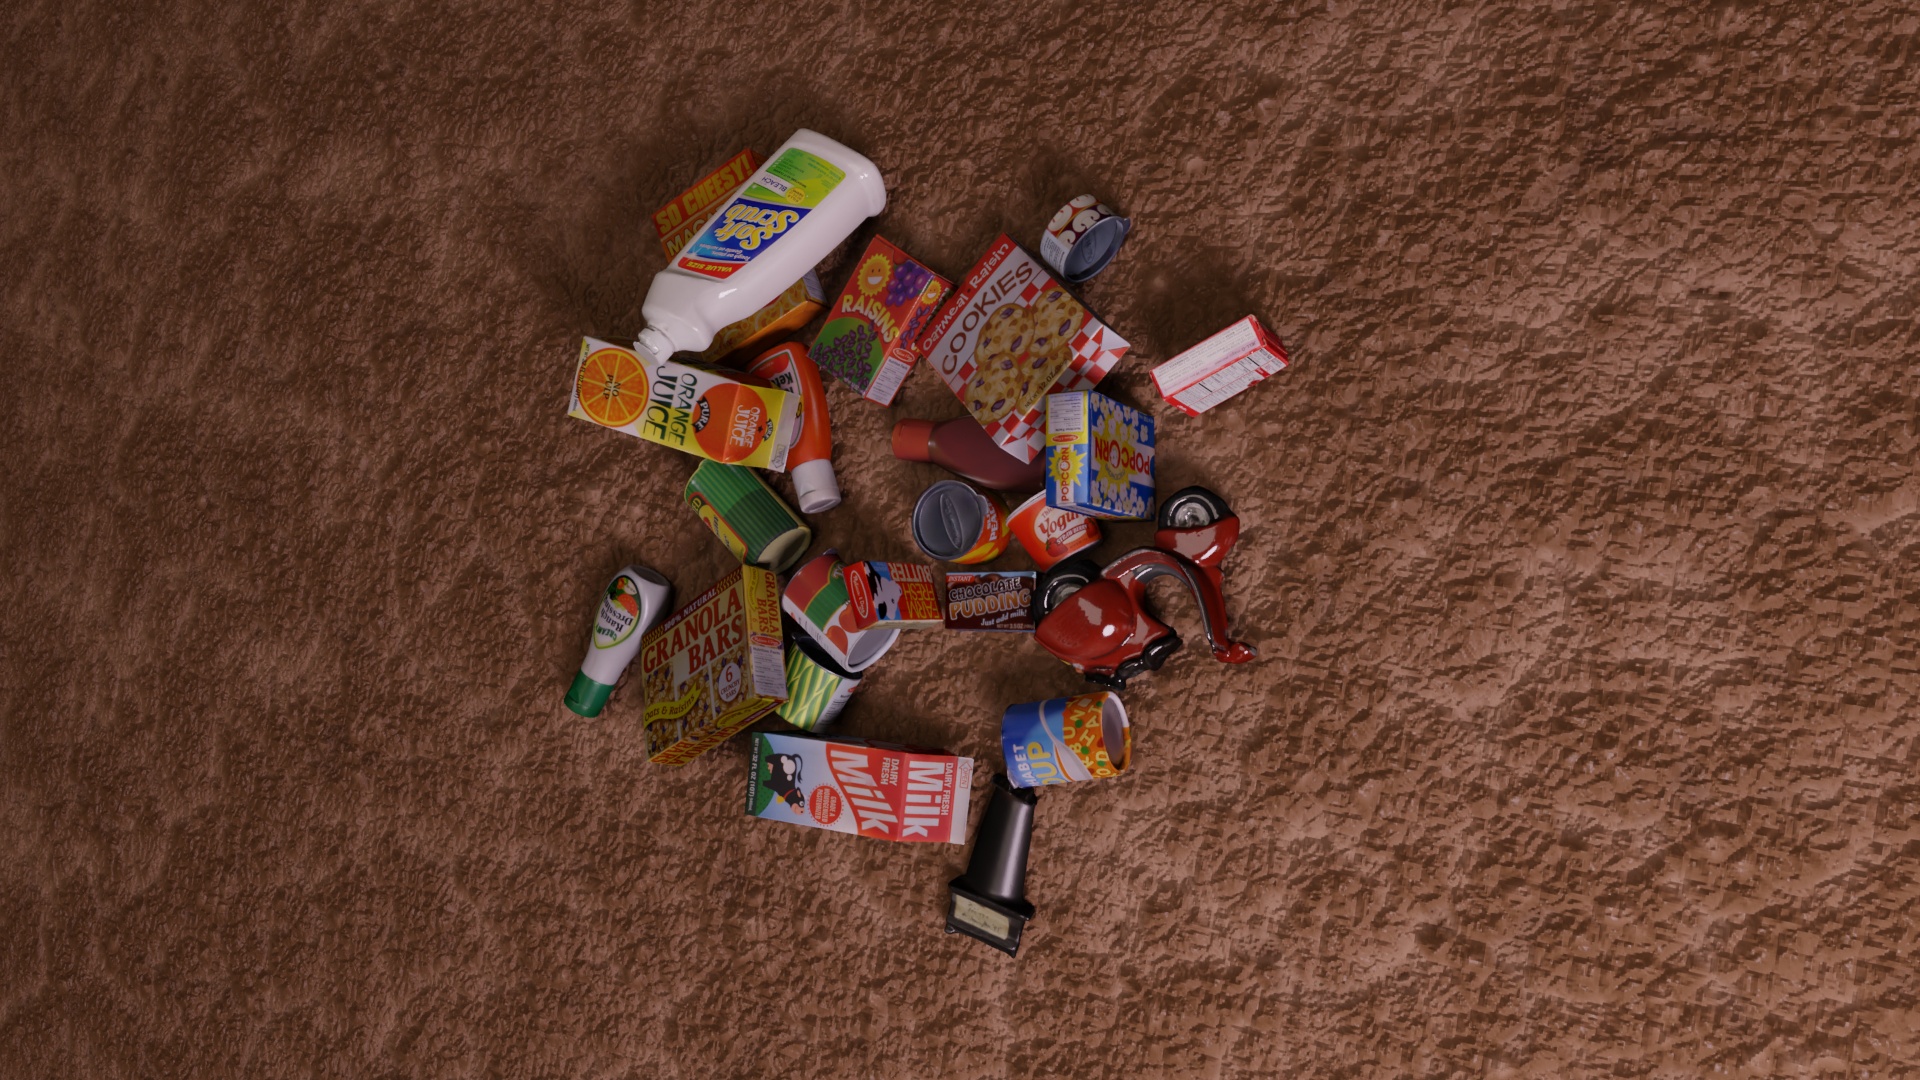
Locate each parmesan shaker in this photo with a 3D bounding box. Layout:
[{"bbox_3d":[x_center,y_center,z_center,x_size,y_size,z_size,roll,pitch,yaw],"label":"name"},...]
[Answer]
[{"bbox_3d":[-0.189,-0.023,1.233,0.103,0.071,0.071,45,105,24],"label":"parmesan shaker"}]

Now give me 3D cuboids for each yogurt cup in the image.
[{"bbox_3d":[0.077,-0.009,1.102,0.072,0.072,0.054,-34,79,20],"label":"yogurt cup"}]

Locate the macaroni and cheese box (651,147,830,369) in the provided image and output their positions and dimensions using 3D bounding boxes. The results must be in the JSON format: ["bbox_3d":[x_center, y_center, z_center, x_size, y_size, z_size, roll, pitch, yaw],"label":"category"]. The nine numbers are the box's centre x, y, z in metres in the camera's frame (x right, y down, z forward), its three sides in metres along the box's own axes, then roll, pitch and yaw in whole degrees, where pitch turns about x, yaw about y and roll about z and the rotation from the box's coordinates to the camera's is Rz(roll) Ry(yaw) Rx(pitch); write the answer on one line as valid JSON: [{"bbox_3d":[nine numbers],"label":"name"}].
[{"bbox_3d":[-0.205,-0.258,1.285,0.123,0.040,0.167,-28,73,21],"label":"macaroni and cheese box"}]

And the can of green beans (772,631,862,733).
[{"bbox_3d":[-0.126,0.123,1.188,0.071,0.071,0.057,37,102,25],"label":"can of green beans"}]

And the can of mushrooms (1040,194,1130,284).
[{"bbox_3d":[0.100,-0.243,1.115,0.071,0.071,0.033,-49,66,14],"label":"can of mushrooms"}]

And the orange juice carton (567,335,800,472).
[{"bbox_3d":[-0.234,-0.119,1.207,0.193,0.073,0.071,17,102,11],"label":"orange juice carton"}]

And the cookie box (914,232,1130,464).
[{"bbox_3d":[0.044,-0.158,1.115,0.122,0.040,0.168,-50,44,13],"label":"cookie box"}]

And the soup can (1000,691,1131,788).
[{"bbox_3d":[0.082,0.157,1.077,0.083,0.071,0.071,-12,80,25],"label":"soup can"}]

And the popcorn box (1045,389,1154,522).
[{"bbox_3d":[0.108,-0.061,1.056,0.038,0.127,0.085,-4,83,30],"label":"popcorn box"}]

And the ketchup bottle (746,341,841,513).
[{"bbox_3d":[-0.143,-0.099,1.234,0.064,0.043,0.149,-25,74,26],"label":"ketchup bottle"}]

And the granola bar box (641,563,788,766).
[{"bbox_3d":[-0.219,0.111,1.211,0.165,0.039,0.124,-33,54,37],"label":"granola bar box"}]

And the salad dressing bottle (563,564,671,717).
[{"bbox_3d":[-0.324,0.096,1.304,0.064,0.044,0.147,33,100,29],"label":"salad dressing bottle"}]

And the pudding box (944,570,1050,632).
[{"bbox_3d":[0.030,0.050,1.137,0.083,0.030,0.049,-1,83,27],"label":"pudding box"}]

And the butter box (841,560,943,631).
[{"bbox_3d":[-0.055,0.046,1.140,0.024,0.103,0.053,-22,77,27],"label":"butter box"}]

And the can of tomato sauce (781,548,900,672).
[{"bbox_3d":[-0.099,0.060,1.182,0.083,0.071,0.071,42,103,23],"label":"can of tomato sauce"}]

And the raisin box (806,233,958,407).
[{"bbox_3d":[-0.069,-0.190,1.202,0.086,0.040,0.123,39,102,36],"label":"raisin box"}]

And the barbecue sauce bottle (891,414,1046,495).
[{"bbox_3d":[0.014,-0.077,1.151,0.148,0.043,0.065,9,74,28],"label":"barbecue sauce bottle"}]

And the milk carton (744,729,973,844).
[{"bbox_3d":[-0.078,0.203,1.151,0.190,0.073,0.072,4,86,27],"label":"milk carton"}]

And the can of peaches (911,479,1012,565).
[{"bbox_3d":[0.004,-0.014,1.142,0.071,0.058,0.071,-3,82,26],"label":"can of peaches"}]
